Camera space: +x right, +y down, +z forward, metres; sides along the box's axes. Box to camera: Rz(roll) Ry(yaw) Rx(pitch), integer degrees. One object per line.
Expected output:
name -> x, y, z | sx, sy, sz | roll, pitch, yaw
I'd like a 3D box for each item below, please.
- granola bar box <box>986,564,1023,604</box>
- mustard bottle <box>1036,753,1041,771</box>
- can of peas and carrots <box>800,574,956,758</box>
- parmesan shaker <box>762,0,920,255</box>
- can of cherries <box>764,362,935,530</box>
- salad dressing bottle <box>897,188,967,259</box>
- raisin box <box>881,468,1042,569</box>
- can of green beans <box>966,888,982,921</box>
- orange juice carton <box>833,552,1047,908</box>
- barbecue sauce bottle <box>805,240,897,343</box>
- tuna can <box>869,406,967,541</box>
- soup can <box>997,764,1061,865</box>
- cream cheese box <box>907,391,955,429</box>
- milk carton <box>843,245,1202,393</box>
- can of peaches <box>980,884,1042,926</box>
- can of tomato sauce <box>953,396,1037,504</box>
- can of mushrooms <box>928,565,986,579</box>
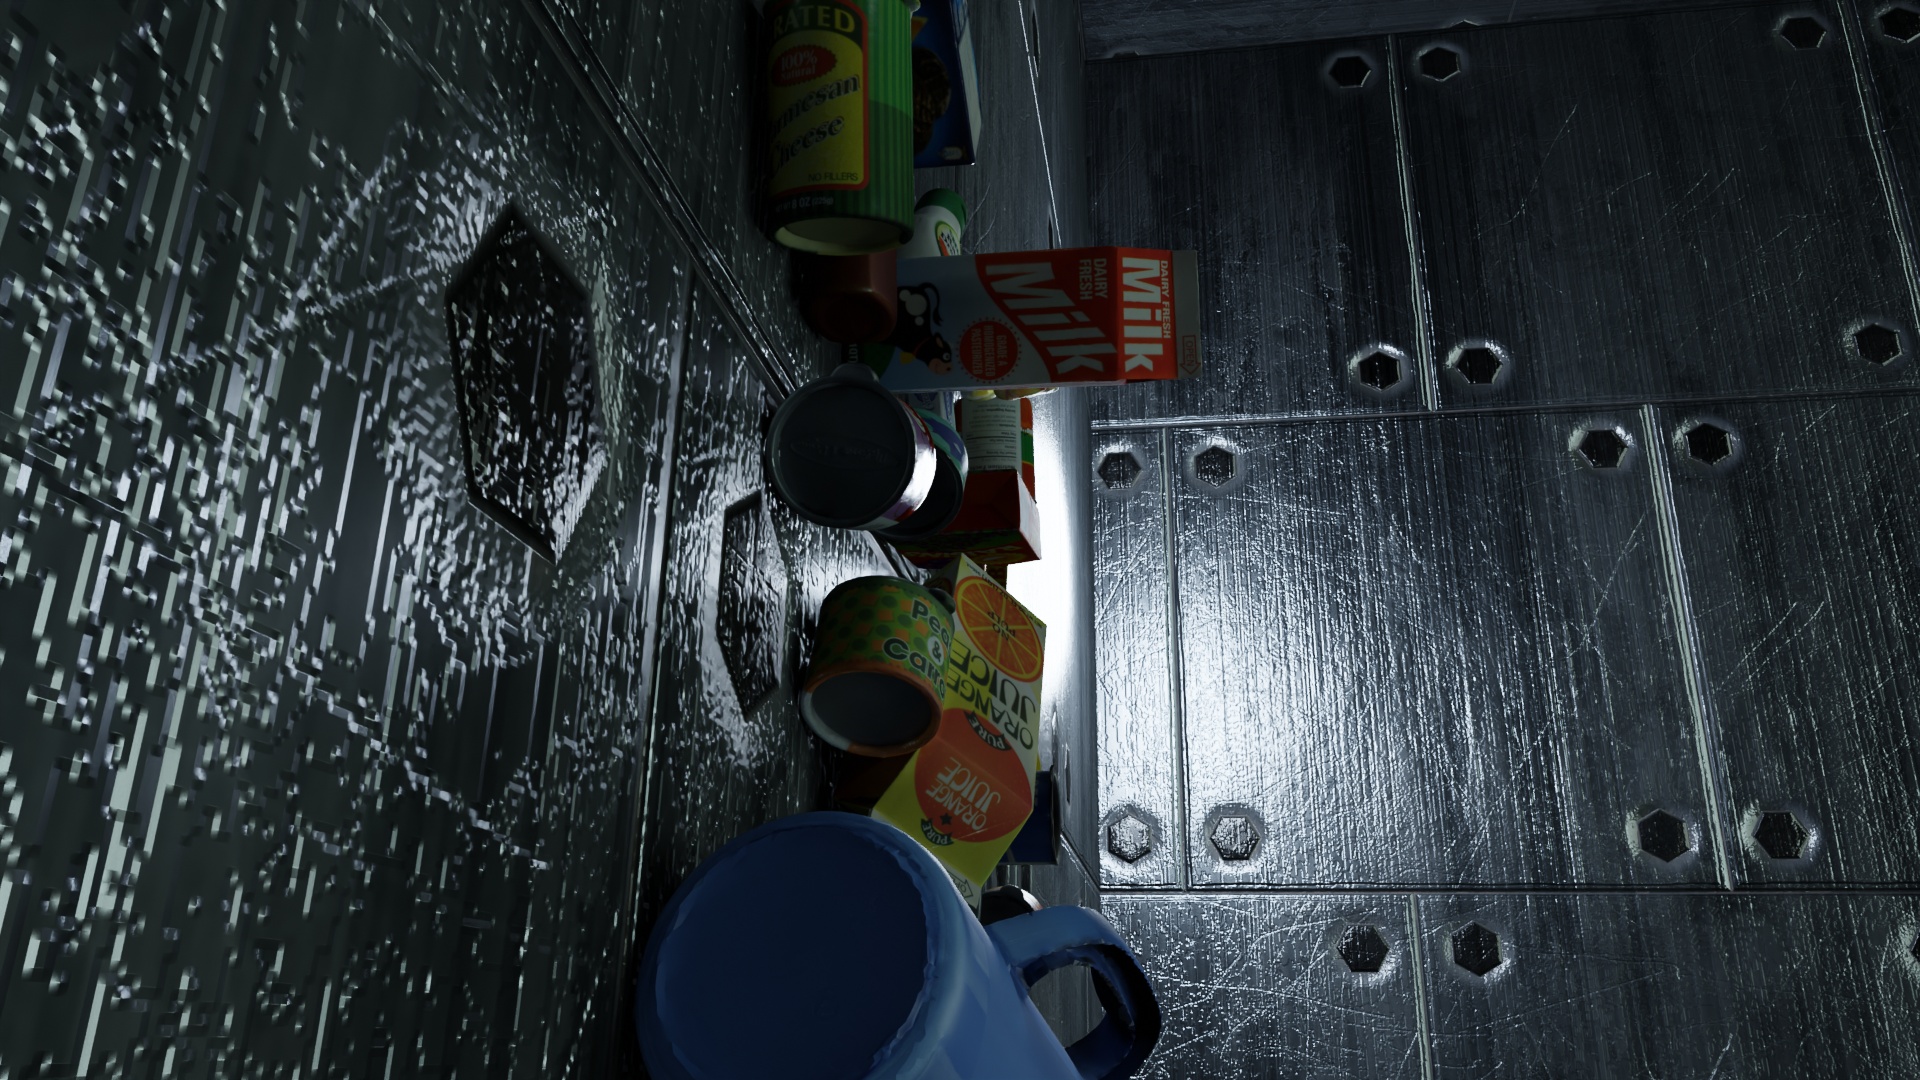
granola bar box -> 0.027, 0.091, 1.155 | 0.123, 0.039, 0.166 | 78, 13, -49
mustard bottle -> 0.018, 0.125, 1.018 | 0.049, 0.065, 0.159 | -32, 123, -34
can of peas and carrots -> -0.036, 0.059, 0.651 | 0.059, 0.071, 0.070 | -82, 167, -46
parmesan shaker -> -0.051, -0.185, 0.614 | 0.071, 0.071, 0.103 | 22, 66, -81
can of cherries -> -0.046, -0.040, 0.619 | 0.058, 0.071, 0.071 | 12, 76, -81
salad dressing bottle -> -0.021, -0.188, 0.899 | 0.148, 0.044, 0.064 | -79, 159, -57
raisin box -> 0.003, -0.011, 0.873 | 0.123, 0.086, 0.040 | 47, 40, -77
can of green beans -> -0.021, 0.185, 0.755 | 0.071, 0.058, 0.071 | -4, 92, -81
orange juice carton -> -0.008, 0.100, 0.726 | 0.071, 0.072, 0.194 | 41, 29, -19
barbecue sauce bottle -> -0.053, -0.177, 0.694 | 0.064, 0.044, 0.149 | 80, 10, -73
tuna can -> -0.032, -0.037, 0.731 | 0.033, 0.071, 0.070 | -81, 166, -57
soup can -> 0.027, 0.193, 0.979 | 0.071, 0.084, 0.071 | -5, 92, -82
cream cheese box -> -0.021, -0.111, 0.943 | 0.053, 0.024, 0.103 | -60, 146, -73
milk carton -> 0.035, -0.119, 0.764 | 0.073, 0.190, 0.072 | -28, 116, -80
can of peaches -> 0.032, 0.292, 1.041 | 0.058, 0.071, 0.071 | 54, 35, -76
can of tomato sauce -> 0.026, -0.069, 1.106 | 0.071, 0.071, 0.083 | 47, 41, -77
can of mushrooms -> -0.001, 0.025, 1.007 | 0.071, 0.033, 0.071 | -5, 92, -81
